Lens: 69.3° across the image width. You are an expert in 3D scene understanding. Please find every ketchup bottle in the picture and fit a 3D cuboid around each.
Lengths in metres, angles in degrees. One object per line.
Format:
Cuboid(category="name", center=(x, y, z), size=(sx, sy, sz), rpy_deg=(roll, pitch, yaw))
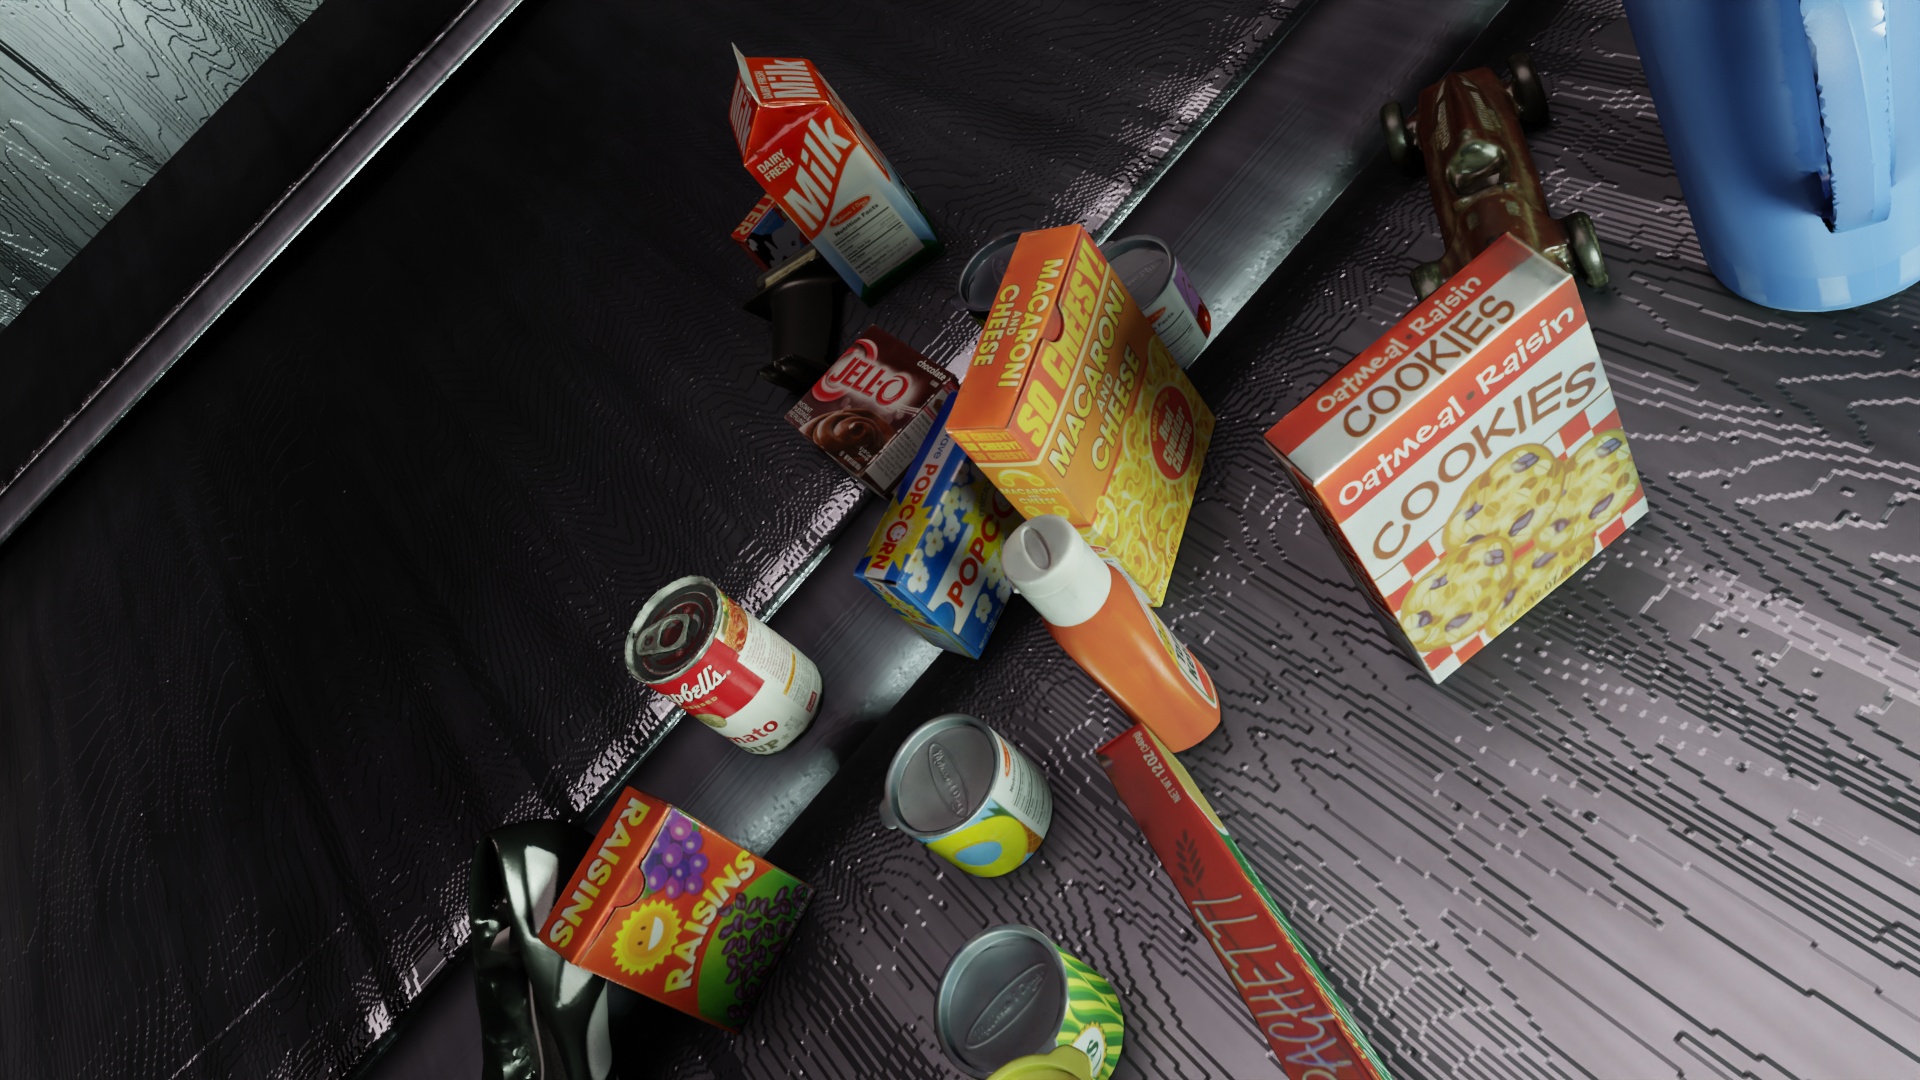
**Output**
Cuboid(category="ketchup bottle", center=(0.069, 0.042, 0.646), size=(0.043, 0.148, 0.065), rpy_deg=(-36, 44, 9))

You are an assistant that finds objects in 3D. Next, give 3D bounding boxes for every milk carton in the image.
Cuboid(category="milk carton", center=(-0.096, -0.261, 0.971), size=(0.073, 0.190, 0.072), rpy_deg=(-34, 44, 11))

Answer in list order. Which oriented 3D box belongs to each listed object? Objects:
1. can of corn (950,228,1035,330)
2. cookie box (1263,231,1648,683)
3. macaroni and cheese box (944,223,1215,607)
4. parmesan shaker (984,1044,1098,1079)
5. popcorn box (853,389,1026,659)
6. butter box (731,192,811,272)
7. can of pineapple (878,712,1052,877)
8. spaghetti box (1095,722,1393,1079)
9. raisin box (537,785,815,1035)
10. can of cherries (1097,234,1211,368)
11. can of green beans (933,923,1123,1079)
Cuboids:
Cuboid(category="can of corn", center=(0.038, -0.152, 0.884), size=(0.071, 0.058, 0.071), rpy_deg=(-20, 48, 24))
Cuboid(category="cookie box", center=(0.211, -0.028, 0.581), size=(0.123, 0.167, 0.040), rpy_deg=(-41, 43, 4))
Cuboid(category="macaroni and cheese box", center=(0.069, -0.060, 0.712), size=(0.040, 0.166, 0.124), rpy_deg=(0, 59, 37))
Cuboid(category="parmesan shaker", center=(0.053, 0.244, 0.537), size=(0.071, 0.103, 0.071), rpy_deg=(-20, 49, 24))
Cuboid(category="popcorn box", center=(0.003, -0.010, 0.781), size=(0.038, 0.085, 0.127), rpy_deg=(10, 65, 41))
Cuboid(category="butter box", center=(-0.129, -0.258, 1.093), size=(0.024, 0.053, 0.103), rpy_deg=(27, 76, 45))
Cuboid(category="can of pineapple", center=(0.003, 0.128, 0.695), size=(0.071, 0.057, 0.071), rpy_deg=(-20, 48, 24))
Cuboid(category="spaghetti box", center=(0.129, 0.177, 0.570), size=(0.028, 0.050, 0.251), rpy_deg=(-38, 43, 7))
Cuboid(category="raisin box", center=(-0.141, 0.190, 0.707), size=(0.040, 0.123, 0.086), rpy_deg=(14, 68, 42))
Cuboid(category="can of cherries", center=(0.107, -0.139, 0.822), size=(0.071, 0.058, 0.072), rpy_deg=(-20, 48, 24))
Cuboid(category="can of green beans", center=(0.031, 0.211, 0.612), size=(0.071, 0.057, 0.071), rpy_deg=(-20, 48, 24))
